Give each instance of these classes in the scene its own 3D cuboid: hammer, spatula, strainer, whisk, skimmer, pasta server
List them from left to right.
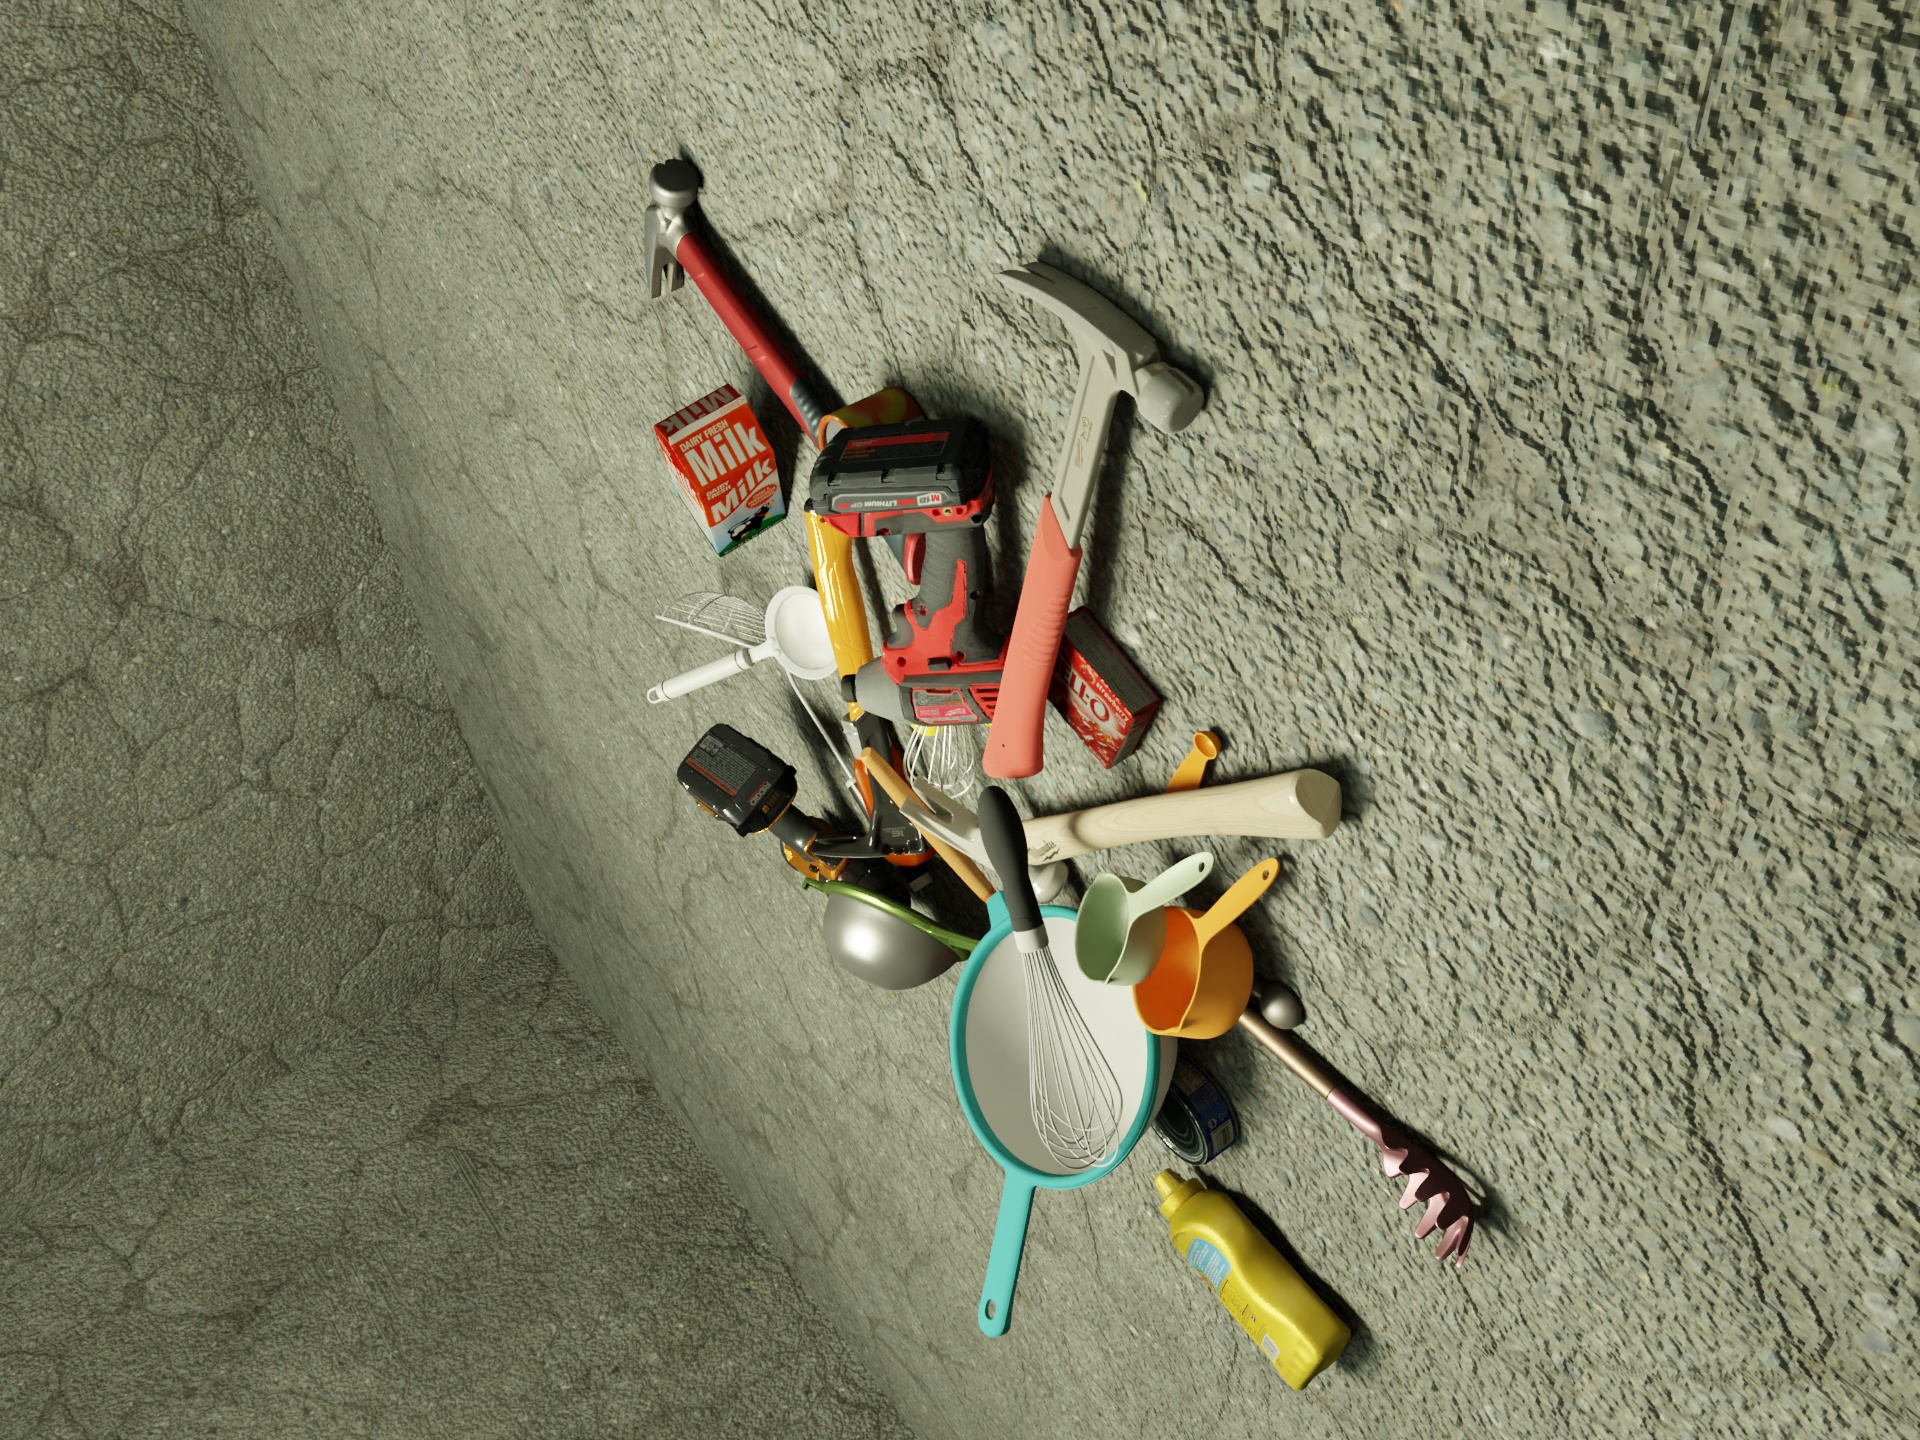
[{"bbox_3d":[-0.189,-0.061,1.448,0.258,0.050,0.087,-19,97,28],"label":"strainer"},{"bbox_3d":[-0.135,-0.254,1.244,0.386,0.038,0.143,54,156,14],"label":"hammer"},{"bbox_3d":[-0.159,0.024,1.531,0.363,0.090,0.127,57,-177,4],"label":"skimmer"},{"bbox_3d":[-0.092,-0.031,1.346,0.034,0.127,0.336,-78,-19,-61],"label":"hammer"},{"bbox_3d":[-0.041,0.212,1.422,0.151,0.069,0.256,36,163,-30],"label":"strainer"},{"bbox_3d":[-0.007,-0.033,1.208,0.059,0.058,0.246,9,129,2],"label":"whisk"},{"bbox_3d":[0.003,0.136,1.335,0.081,0.041,0.322,24,158,53],"label":"spatula"},{"bbox_3d":[0.052,-0.100,1.001,0.149,0.036,0.358,45,144,29],"label":"hammer"},{"bbox_3d":[0.058,0.180,1.107,0.070,0.070,0.284,1,109,62],"label":"whisk"},{"bbox_3d":[0.083,0.312,1.238,0.211,0.095,0.340,17,98,45],"label":"strainer"},{"bbox_3d":[0.102,0.066,1.078,0.146,0.038,0.410,33,158,-19],"label":"hammer"},{"bbox_3d":[0.228,0.239,1.080,0.316,0.040,0.060,42,161,38],"label":"pasta server"}]

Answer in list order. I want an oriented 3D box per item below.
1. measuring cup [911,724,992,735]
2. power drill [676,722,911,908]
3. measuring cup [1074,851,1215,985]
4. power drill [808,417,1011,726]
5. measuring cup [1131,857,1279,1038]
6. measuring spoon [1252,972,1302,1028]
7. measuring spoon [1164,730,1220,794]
[{"bbox_3d":[-0.002,-0.004,1.269,0.157,0.029,0.062,21,134,54],"label":"measuring cup"},{"bbox_3d":[-0.154,0.112,1.561,0.185,0.084,0.226,28,166,47],"label":"power drill"},{"bbox_3d":[0.133,0.126,1.061,0.167,0.038,0.083,-44,40,51],"label":"measuring cup"},{"bbox_3d":[-0.030,-0.091,1.105,0.143,0.079,0.219,-3,125,14],"label":"power drill"},{"bbox_3d":[0.179,0.147,1.058,0.173,0.052,0.095,-54,32,40],"label":"measuring cup"},{"bbox_3d":[0.189,0.178,1.112,0.124,0.018,0.034,35,146,45],"label":"measuring spoon"},{"bbox_3d":[0.152,0.037,1.044,0.021,0.011,0.116,47,156,18],"label":"measuring spoon"}]
